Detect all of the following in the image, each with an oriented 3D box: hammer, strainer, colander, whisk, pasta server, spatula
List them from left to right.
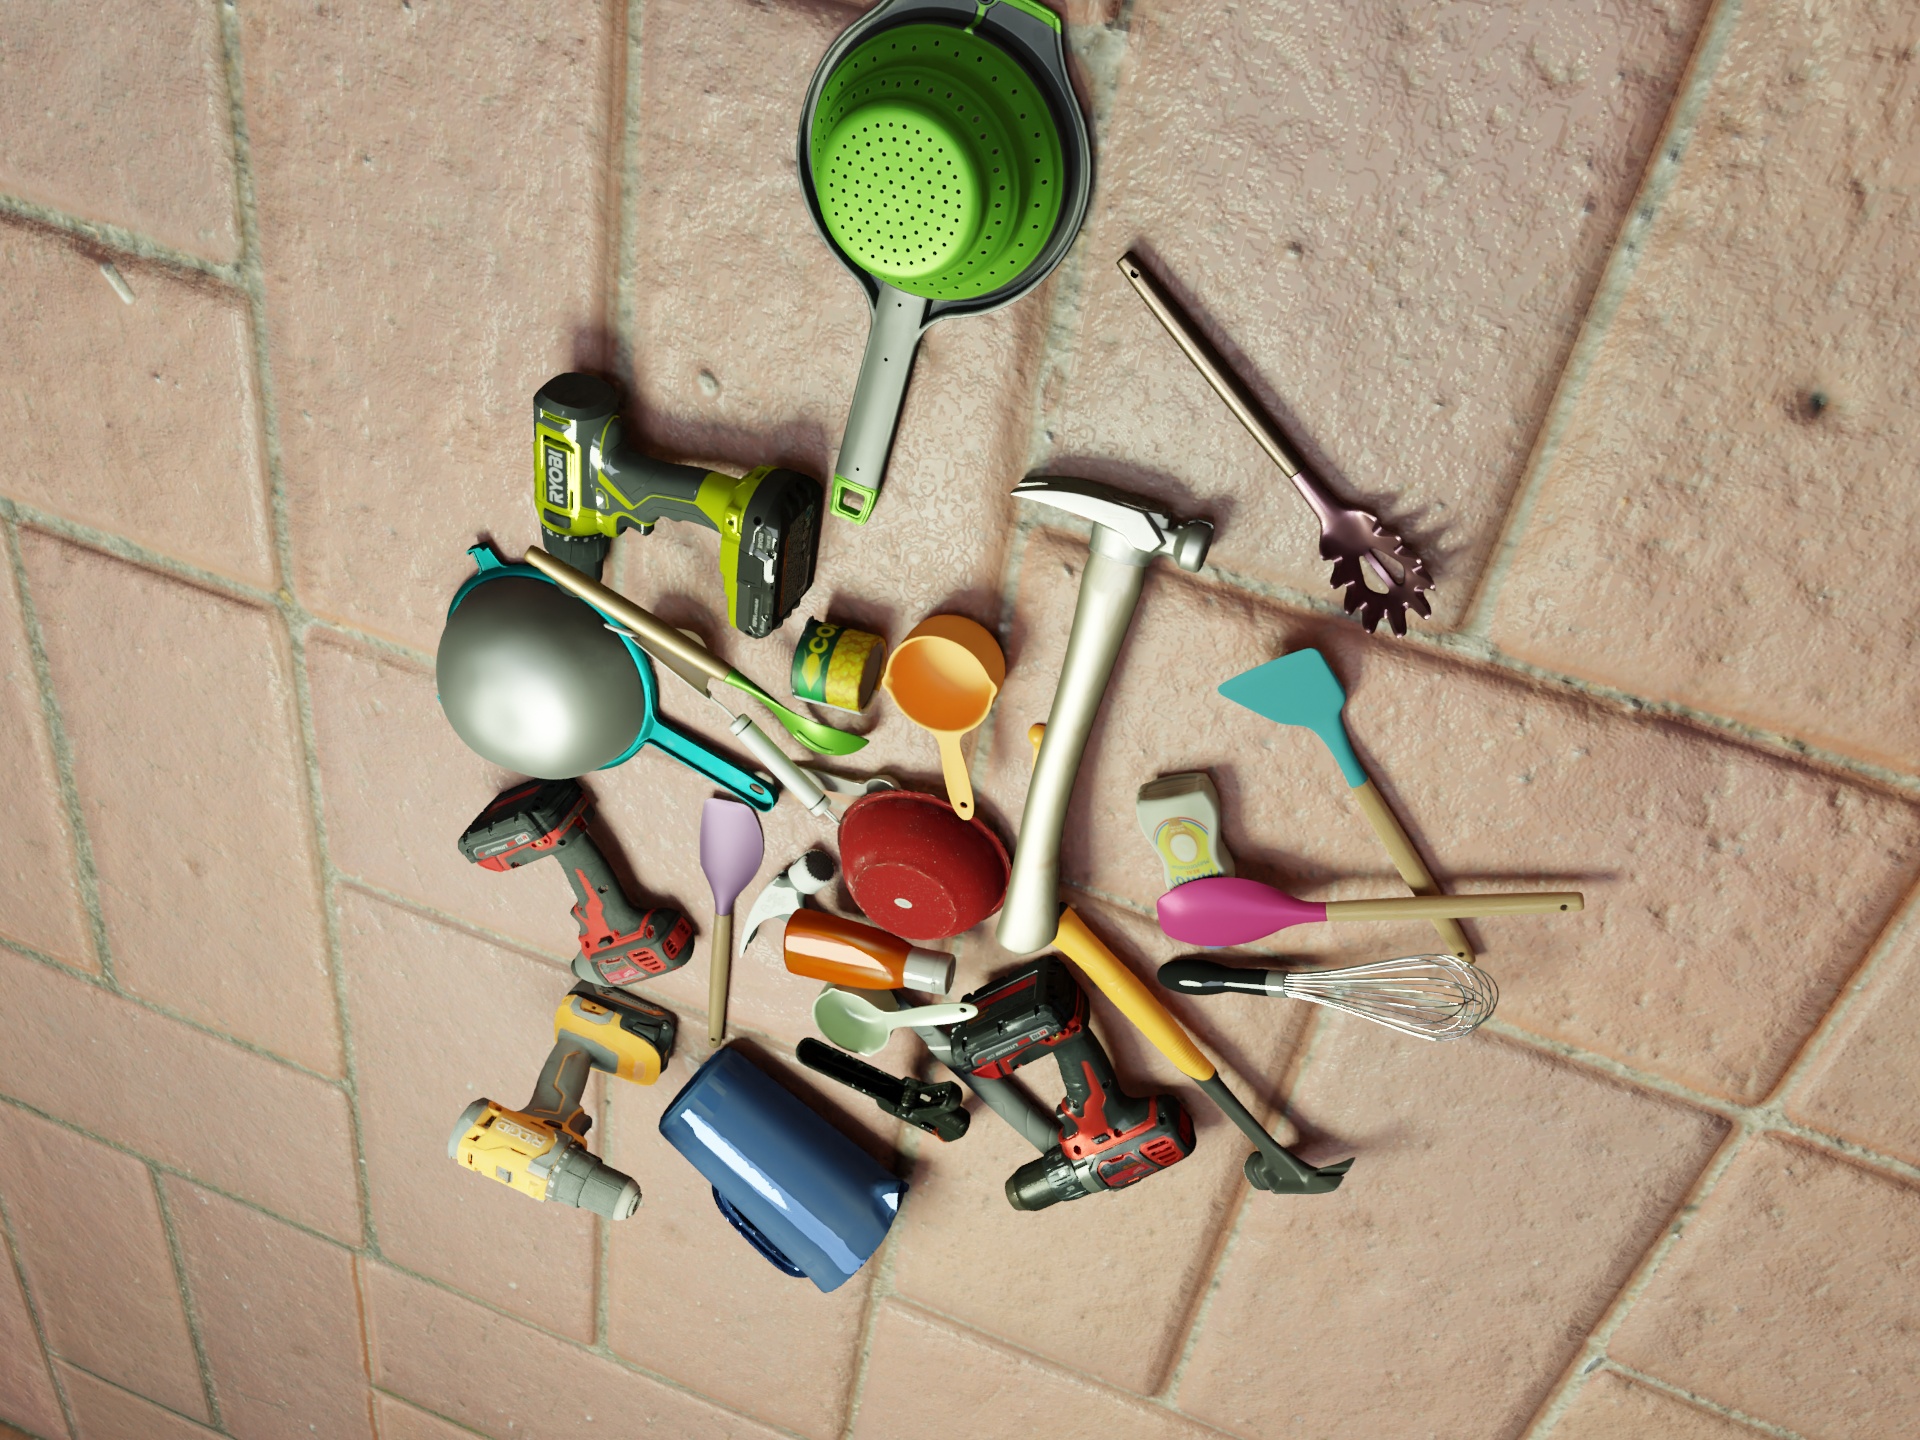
[{"bbox_3d":[-0.322,0.008,1.376,0.340,0.095,0.211,29,128,4],"label":"strainer"},{"bbox_3d":[-0.224,0.200,1.511,0.060,0.018,0.315,12,125,2],"label":"spatula"},{"bbox_3d":[-0.190,-0.004,1.338,0.050,0.087,0.258,-44,102,-3],"label":"strainer"},{"bbox_3d":[-0.046,-0.286,1.068,0.204,0.094,0.396,24,127,7],"label":"colander"},{"bbox_3d":[-0.034,0.291,1.481,0.409,0.036,0.149,43,128,-8],"label":"hammer"},{"bbox_3d":[0.073,0.011,1.230,0.146,0.038,0.410,20,122,12],"label":"hammer"},{"bbox_3d":[0.191,0.282,1.362,0.337,0.034,0.127,47,152,-7],"label":"hammer"},{"bbox_3d":[0.209,-0.186,1.064,0.060,0.040,0.316,-37,102,24],"label":"pasta server"},{"bbox_3d":[0.287,0.213,1.276,0.285,0.070,0.070,-1,121,34],"label":"whisk"},{"bbox_3d":[0.307,0.072,1.189,0.082,0.044,0.317,-24,111,32],"label":"spatula"}]

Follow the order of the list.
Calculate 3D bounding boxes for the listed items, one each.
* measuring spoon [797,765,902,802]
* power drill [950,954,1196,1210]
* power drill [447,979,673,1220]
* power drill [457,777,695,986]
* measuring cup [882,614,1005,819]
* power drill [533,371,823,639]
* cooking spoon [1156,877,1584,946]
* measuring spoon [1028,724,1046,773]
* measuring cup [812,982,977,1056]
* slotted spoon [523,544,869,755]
[{"bbox_3d":[-0.103,0.050,1.367,0.124,0.018,0.034,11,133,24],"label":"measuring spoon"},{"bbox_3d":[0.080,0.338,1.420,0.188,0.080,0.226,-29,110,20],"label":"power drill"},{"bbox_3d":[-0.359,0.373,1.548,0.185,0.226,0.084,22,127,8],"label":"power drill"},{"bbox_3d":[-0.365,0.163,1.512,0.143,0.079,0.219,-20,115,32],"label":"power drill"},{"bbox_3d":[-0.002,-0.004,1.264,0.095,0.052,0.173,3,124,21],"label":"measuring cup"},{"bbox_3d":[-0.231,-0.151,1.248,0.228,0.080,0.190,21,132,11],"label":"power drill"},{"bbox_3d":[0.307,0.145,1.217,0.319,0.017,0.068,-5,120,20],"label":"cooking spoon"},{"bbox_3d":[0.066,0.055,1.297,0.021,0.011,0.116,7,124,19],"label":"measuring spoon"},{"bbox_3d":[-0.054,0.254,1.419,0.167,0.038,0.083,-11,118,28],"label":"measuring cup"},{"bbox_3d":[-0.210,-0.051,1.278,0.313,0.031,0.070,33,170,-17],"label":"slotted spoon"}]
